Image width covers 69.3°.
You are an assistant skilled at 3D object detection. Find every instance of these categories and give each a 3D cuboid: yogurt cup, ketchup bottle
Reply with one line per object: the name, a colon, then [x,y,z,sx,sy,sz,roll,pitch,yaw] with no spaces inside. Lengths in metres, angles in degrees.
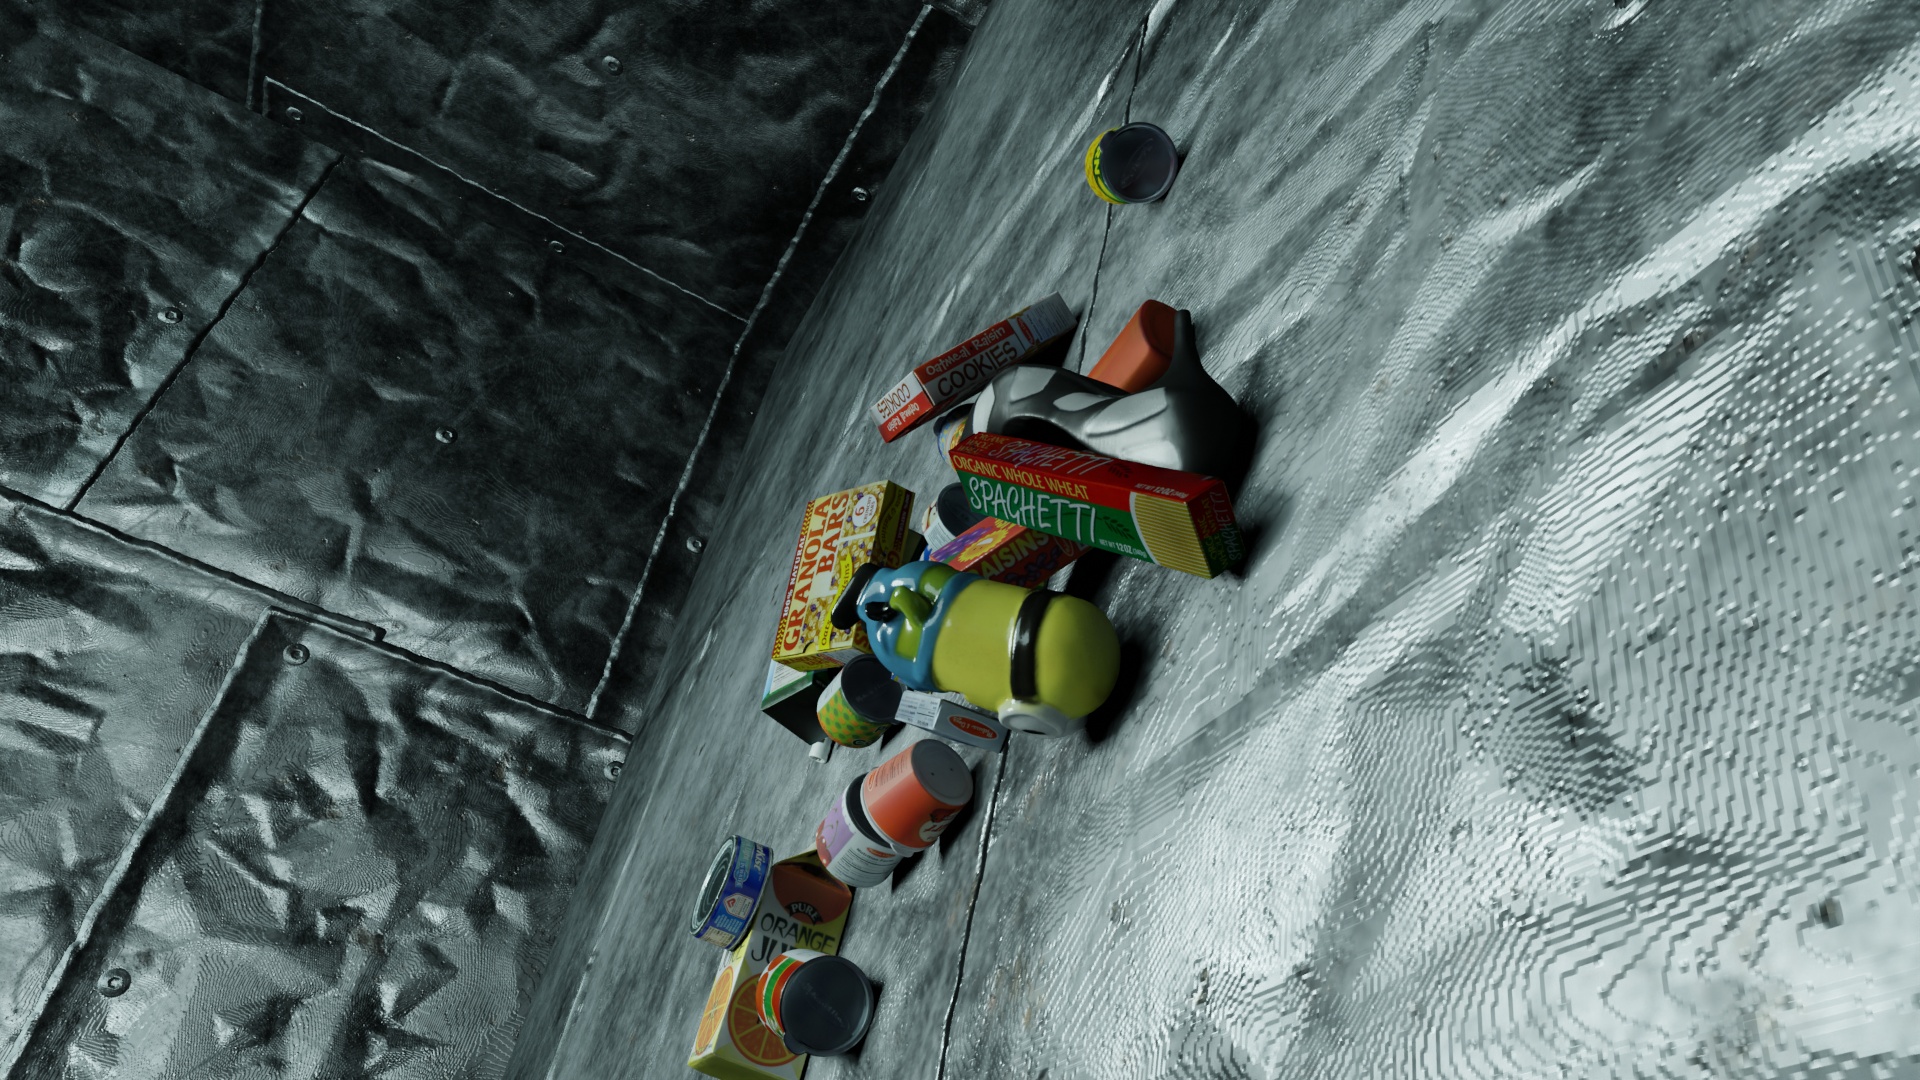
yogurt cup: [-0.028,0.176,0.974,0.053,0.072,0.073,-46,23,31]
ketchup bottle: [0.107,-0.101,0.993,0.148,0.043,0.065,-51,22,42]

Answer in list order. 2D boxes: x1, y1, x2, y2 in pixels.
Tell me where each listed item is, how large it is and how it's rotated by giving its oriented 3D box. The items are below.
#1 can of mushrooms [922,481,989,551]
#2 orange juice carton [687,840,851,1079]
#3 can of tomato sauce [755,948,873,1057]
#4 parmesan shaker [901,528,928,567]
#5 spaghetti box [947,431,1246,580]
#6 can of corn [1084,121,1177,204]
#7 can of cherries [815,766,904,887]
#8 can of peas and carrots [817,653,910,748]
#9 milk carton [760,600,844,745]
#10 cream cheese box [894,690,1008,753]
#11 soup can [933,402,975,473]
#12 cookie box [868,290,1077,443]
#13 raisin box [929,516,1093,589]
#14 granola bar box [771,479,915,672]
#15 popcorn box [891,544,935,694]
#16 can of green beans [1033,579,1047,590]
can of mushrooms: [0.004,-0.015,1.167,0.033,0.071,0.071,-51,20,45]
orange juice carton: [-0.144,0.329,1.105,0.071,0.073,0.194,-46,23,53]
can of tomato sauce: [-0.106,0.328,0.987,0.083,0.071,0.071,-31,36,66]
parmesan shaker: [-0.066,0.038,1.333,0.103,0.071,0.071,-65,15,-2]
spaghetti box: [0.072,-0.026,0.832,0.029,0.050,0.250,-32,24,-23]
can of corn: [0.141,-0.320,1.176,0.071,0.071,0.058,-63,14,6]
can of cherries: [-0.067,0.214,1.038,0.058,0.071,0.072,-56,17,36]
can of peas and carrots: [-0.084,0.143,1.219,0.058,0.071,0.071,-50,21,47]
milk carton: [-0.136,0.101,1.397,0.073,0.072,0.191,-30,35,30]
cream cheese box: [-0.008,0.129,0.996,0.024,0.053,0.103,-69,15,-9]
soup can: [0.016,-0.084,1.225,0.071,0.071,0.084,-63,15,7]
cookie box: [0.010,-0.154,1.255,0.168,0.040,0.122,-32,1,-25]
raisin box: [0.046,-0.001,0.939,0.123,0.040,0.086,-33,15,-6]
granola bar box: [-0.110,0.033,1.293,0.124,0.039,0.166,-13,58,46]
popcorn box: [-0.023,0.060,1.192,0.085,0.038,0.127,-59,16,27]
can of green beans: [0.025,0.031,1.034,0.071,0.058,0.071,-57,17,28]
